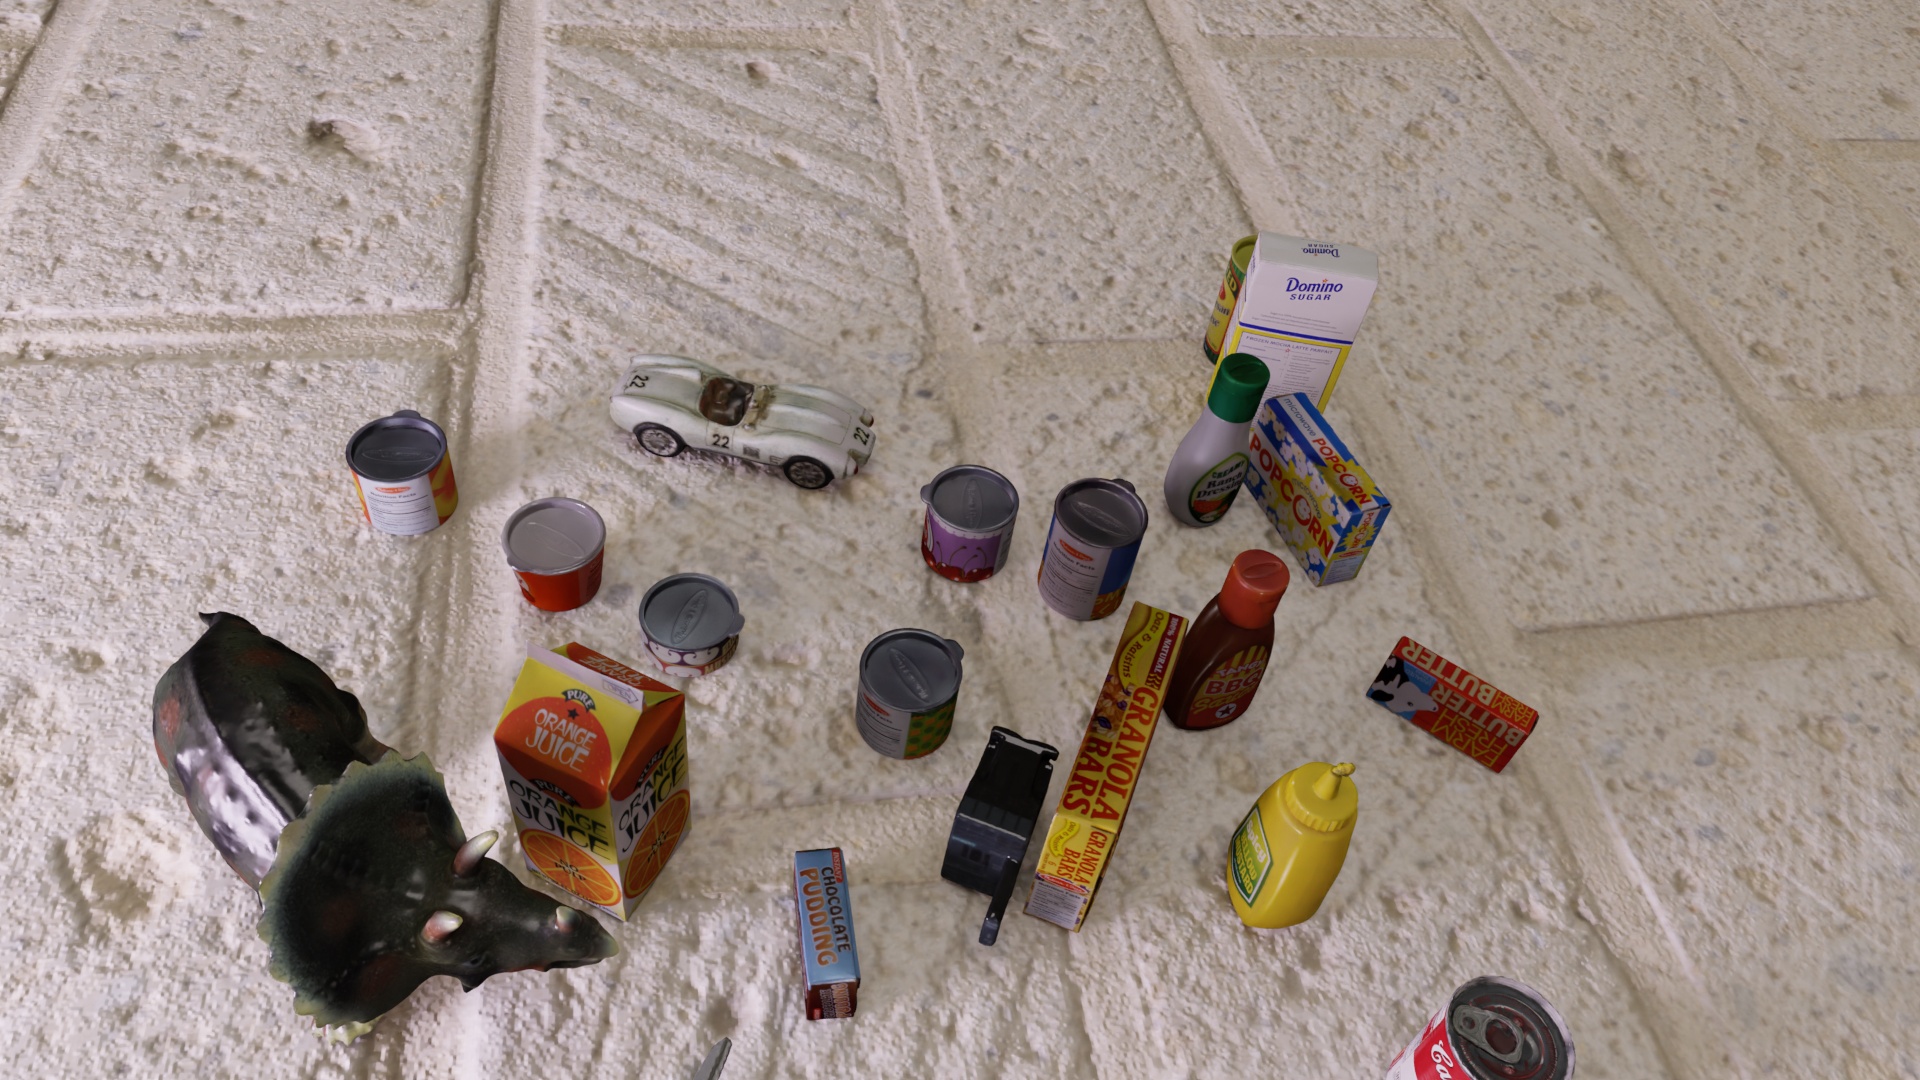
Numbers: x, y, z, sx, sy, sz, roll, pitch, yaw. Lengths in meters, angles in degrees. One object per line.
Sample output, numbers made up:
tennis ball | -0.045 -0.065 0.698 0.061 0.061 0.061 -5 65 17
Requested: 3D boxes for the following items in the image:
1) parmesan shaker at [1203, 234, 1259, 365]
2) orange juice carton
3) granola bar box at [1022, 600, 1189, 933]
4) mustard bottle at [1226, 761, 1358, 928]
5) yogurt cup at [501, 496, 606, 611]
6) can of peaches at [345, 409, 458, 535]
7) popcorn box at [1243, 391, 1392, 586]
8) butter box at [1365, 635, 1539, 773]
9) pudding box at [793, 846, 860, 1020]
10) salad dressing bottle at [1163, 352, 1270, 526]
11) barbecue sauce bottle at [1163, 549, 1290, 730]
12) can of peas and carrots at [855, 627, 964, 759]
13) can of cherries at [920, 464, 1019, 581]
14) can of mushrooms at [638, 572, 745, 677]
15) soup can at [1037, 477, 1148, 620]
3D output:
parmesan shaker | 0.250 -0.197 1.182 0.071 0.102 0.072 4 49 -5
orange juice carton | -0.200 0.125 0.768 0.072 0.191 0.073 24 50 12
granola bar box | 0.090 0.137 0.849 0.039 0.123 0.166 20 49 8
mustard bottle | 0.198 0.170 0.813 0.049 0.159 0.065 -1 49 -9
yogurt cup | -0.275 0.012 0.949 0.072 0.053 0.073 4 48 -5
can of peaches | -0.392 -0.048 0.980 0.071 0.057 0.071 4 48 -5
popcorn box | 0.267 -0.040 1.059 0.038 0.084 0.127 -13 52 -19
butter box | 0.338 0.113 0.956 0.103 0.052 0.024 32 52 18
pudding box | -0.077 0.225 0.795 0.030 0.049 0.084 -3 50 -12
salad dressing bottle | 0.192 -0.074 1.035 0.064 0.146 0.044 -17 54 -22
barbecue sauce bottle | 0.177 0.066 0.909 0.065 0.147 0.044 -12 52 -19
can of peas and carrots | -0.033 0.099 0.907 0.071 0.058 0.071 4 48 -5
can of cherries | 0.004 -0.013 1.011 0.071 0.058 0.072 4 48 -5
can of mushrooms | -0.180 0.058 0.937 0.071 0.033 0.071 4 48 -5
soup can | 0.095 0.006 0.992 0.071 0.083 0.072 4 49 -5
